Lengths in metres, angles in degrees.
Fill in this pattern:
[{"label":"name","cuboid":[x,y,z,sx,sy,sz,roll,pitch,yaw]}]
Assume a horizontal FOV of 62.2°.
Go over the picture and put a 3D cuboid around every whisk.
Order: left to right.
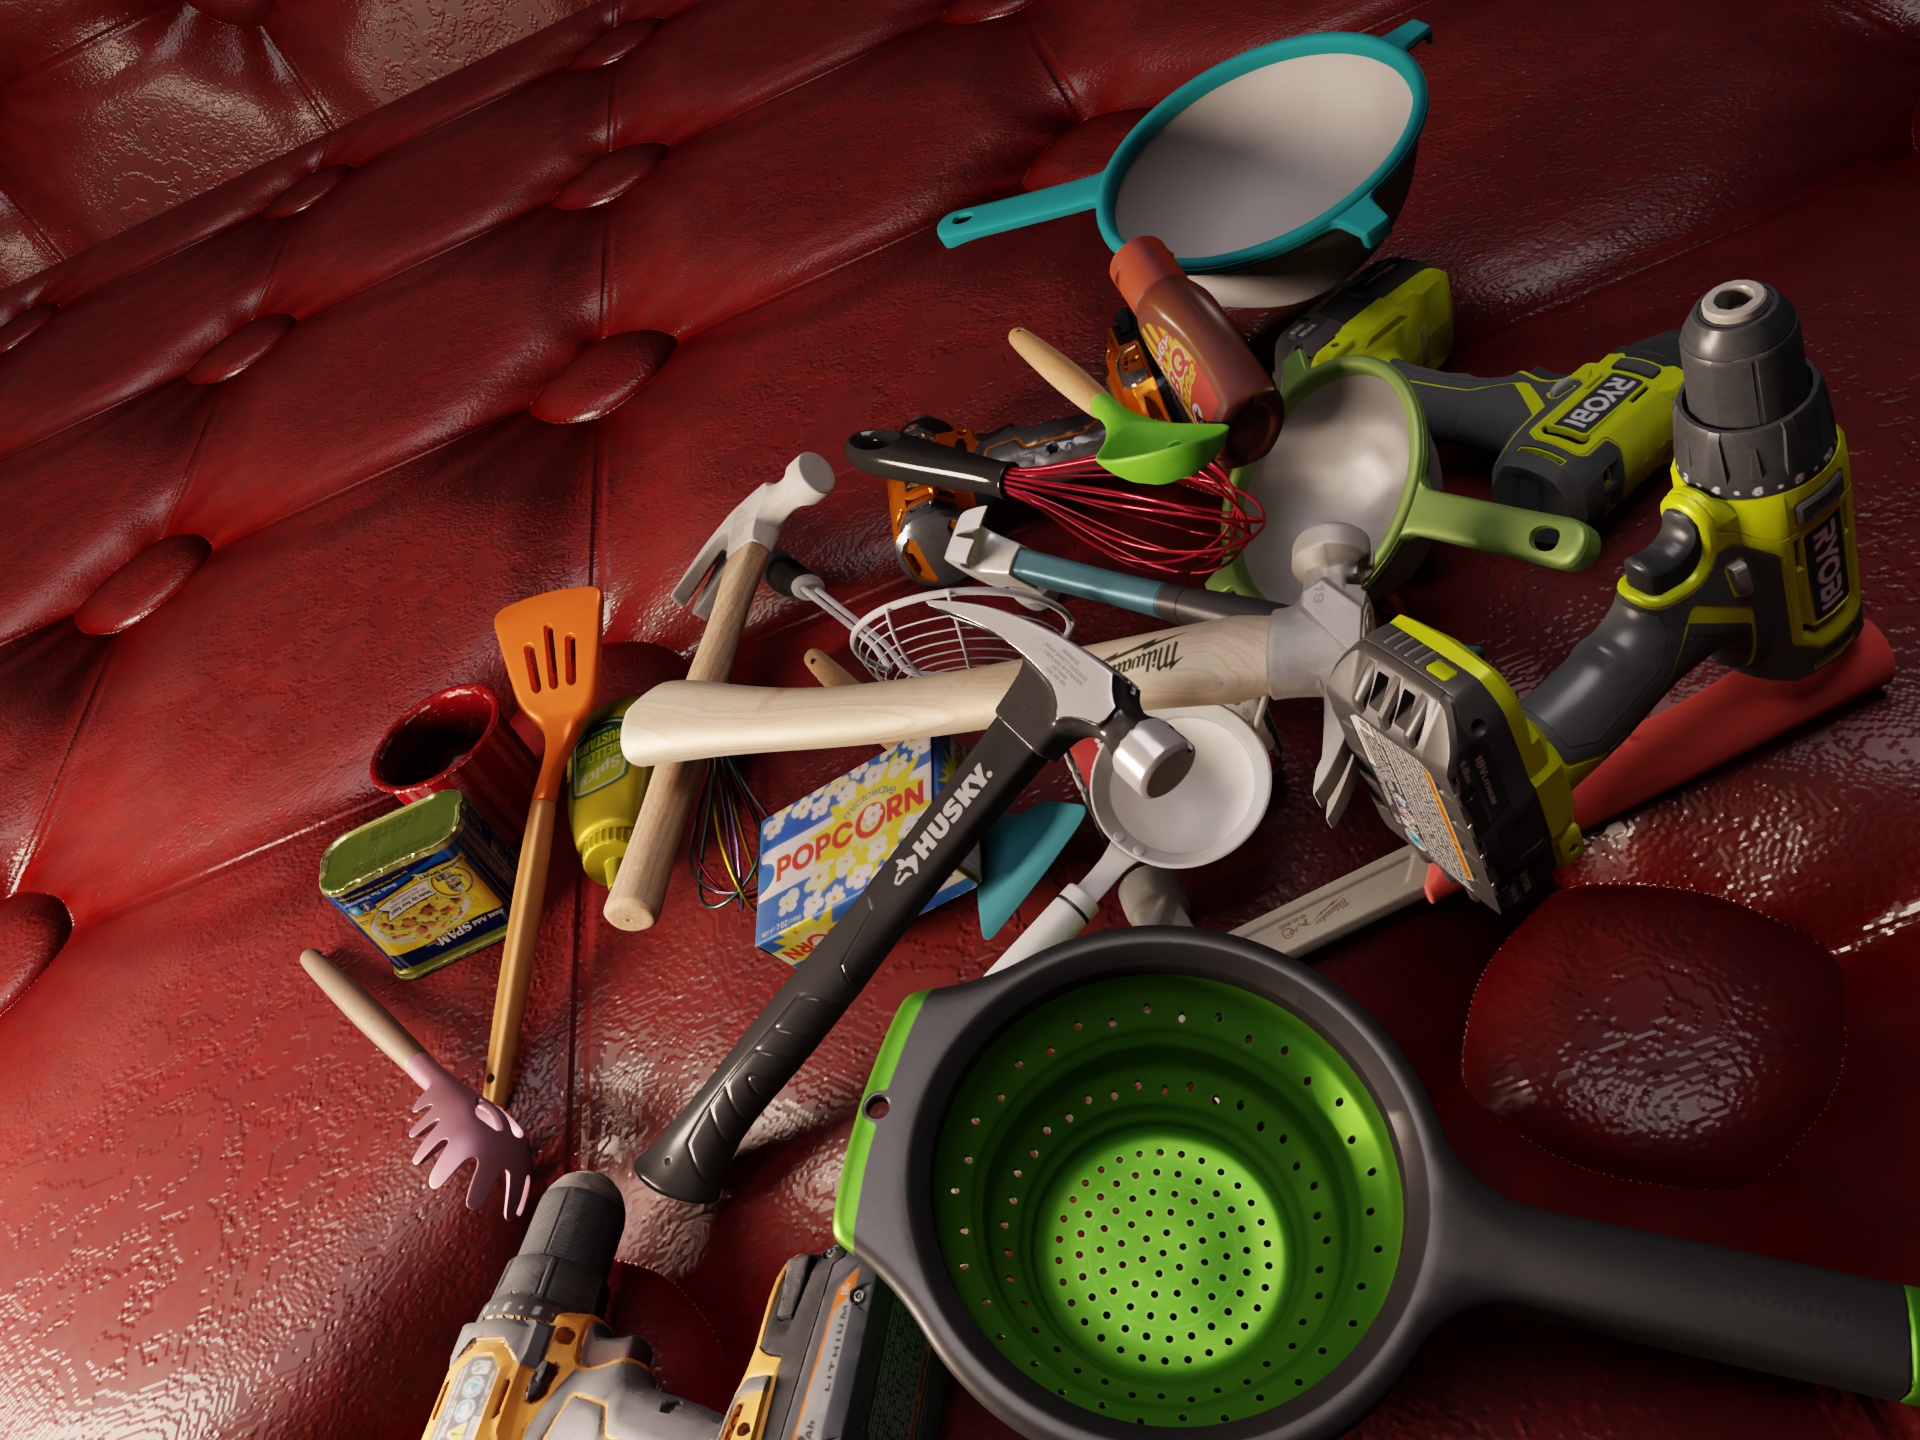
[{"label":"whisk","cuboid":[-0.143,0.036,0.962,0.051,0.047,0.245,-50,30,18]},{"label":"whisk","cuboid":[0.046,-0.139,0.942,0.296,0.073,0.073,18,57,34]}]

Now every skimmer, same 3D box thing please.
[{"label":"skimmer","cuboid":[-0.063,-0.093,1.010,0.364,0.127,0.090,37,113,53]}]

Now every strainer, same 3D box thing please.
[{"label":"strainer","cuboid":[0.060,0.080,0.744,0.087,0.050,0.258,38,76,28]},{"label":"strainer","cuboid":[0.146,-0.327,1.043,0.340,0.095,0.211,-3,55,33]},{"label":"strainer","cuboid":[0.241,-0.105,0.831,0.257,0.069,0.151,29,103,57]}]

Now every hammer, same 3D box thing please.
[{"label":"hammer","cuboid":[-0.156,-0.019,0.963,0.130,0.031,0.332,-30,36,40]},{"label":"hammer","cuboid":[-0.046,0.095,0.742,0.334,0.035,0.146,-52,57,10]},{"label":"hammer","cuboid":[-0.001,-0.003,0.794,0.411,0.038,0.146,-7,54,27]},{"label":"hammer","cuboid":[0.124,-0.060,0.848,0.331,0.128,0.033,19,88,40]},{"label":"hammer","cuboid":[0.253,0.053,0.718,0.359,0.036,0.149,-26,40,3]}]

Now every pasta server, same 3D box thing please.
[{"label":"pasta server","cuboid":[-0.317,0.190,0.891,0.316,0.060,0.040,18,76,48]}]

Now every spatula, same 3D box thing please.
[{"label":"spatula","cuboid":[-0.254,0.067,0.934,0.081,0.041,0.323,-11,57,18]},{"label":"spatula","cuboid":[-0.025,0.020,0.905,0.082,0.044,0.318,-53,40,3]}]

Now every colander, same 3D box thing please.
[{"label":"colander","cuboid":[0.156,0.202,0.590,0.397,0.094,0.205,9,55,13]}]

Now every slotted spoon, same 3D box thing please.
[{"label":"slotted spoon","cuboid":[0.078,-0.193,0.940,0.070,0.031,0.314,-17,29,-7]}]

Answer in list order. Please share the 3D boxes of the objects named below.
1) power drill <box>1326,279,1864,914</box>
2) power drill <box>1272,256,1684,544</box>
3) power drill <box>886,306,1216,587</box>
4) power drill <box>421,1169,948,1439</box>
[{"label":"power drill","cuboid":[0.266,-0.047,0.646,0.228,0.190,0.080,-39,40,-5]},{"label":"power drill","cuboid":[0.310,-0.194,0.921,0.171,0.080,0.223,-39,44,-20]},{"label":"power drill","cuboid":[0.054,-0.191,1.060,0.226,0.084,0.164,-24,39,11]},{"label":"power drill","cuboid":[-0.121,0.272,0.669,0.226,0.084,0.185,-13,40,24]}]
